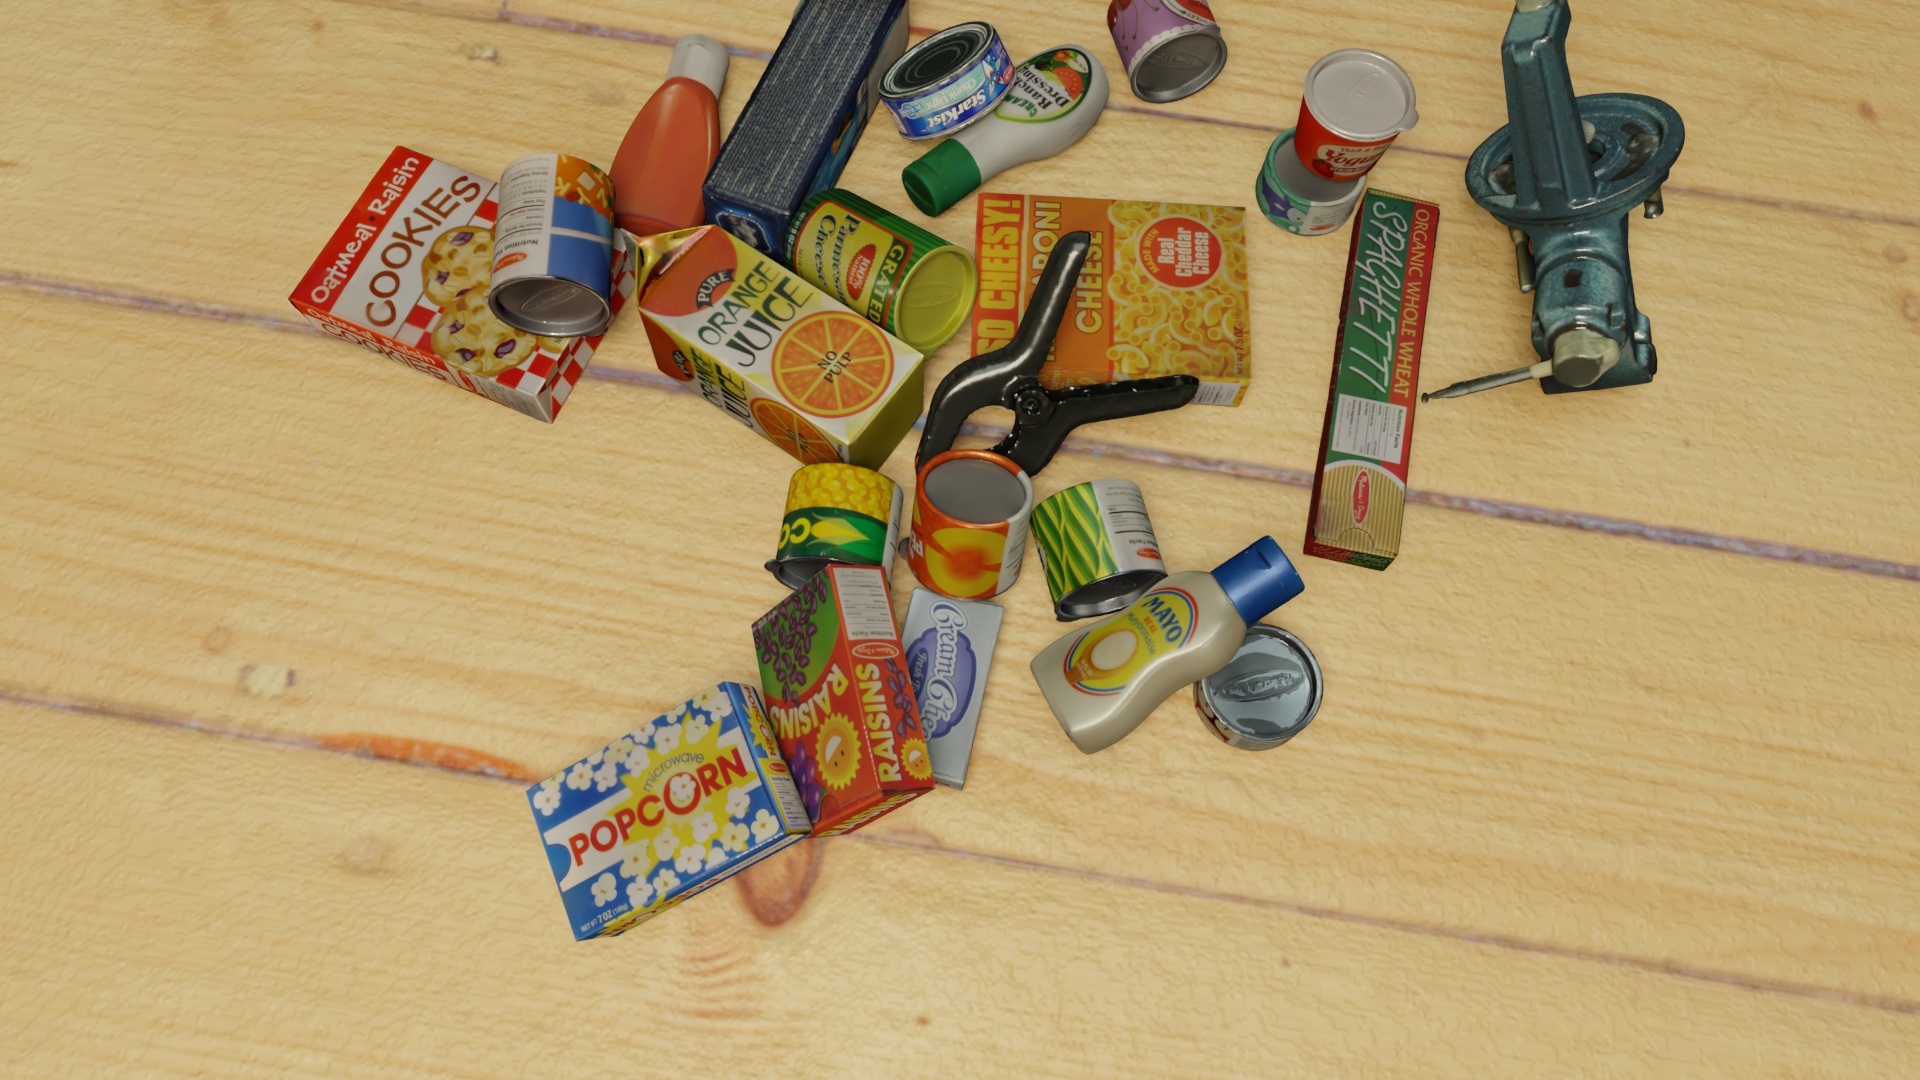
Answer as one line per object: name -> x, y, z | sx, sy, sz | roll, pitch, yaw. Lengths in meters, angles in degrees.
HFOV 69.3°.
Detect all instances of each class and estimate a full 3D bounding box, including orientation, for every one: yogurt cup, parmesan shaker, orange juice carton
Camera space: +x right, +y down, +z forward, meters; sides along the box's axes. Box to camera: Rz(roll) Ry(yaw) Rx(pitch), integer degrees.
yogurt cup -> 0.240, -0.260, 0.858 | 0.072, 0.053, 0.072 | 1, 68, -2
parmesan shaker -> -0.050, -0.159, 0.826 | 0.103, 0.071, 0.071 | 34, 70, 33
orange juice carton -> -0.120, -0.116, 0.817 | 0.193, 0.071, 0.073 | 33, 70, 11

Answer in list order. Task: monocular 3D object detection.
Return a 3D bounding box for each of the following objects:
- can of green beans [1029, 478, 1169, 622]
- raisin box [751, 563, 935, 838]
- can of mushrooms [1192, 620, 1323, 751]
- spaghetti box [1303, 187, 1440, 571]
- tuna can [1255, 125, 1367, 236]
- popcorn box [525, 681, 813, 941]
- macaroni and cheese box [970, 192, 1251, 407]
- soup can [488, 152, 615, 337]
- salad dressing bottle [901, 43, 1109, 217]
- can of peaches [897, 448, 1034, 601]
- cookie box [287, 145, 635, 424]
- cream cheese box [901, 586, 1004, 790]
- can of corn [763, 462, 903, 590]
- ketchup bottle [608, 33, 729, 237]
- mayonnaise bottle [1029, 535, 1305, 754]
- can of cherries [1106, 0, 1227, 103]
can of green beans -> 0.077, 0.005, 0.777 | 0.071, 0.071, 0.058 | -13, 68, -6
raisin box -> -0.064, 0.085, 0.728 | 0.040, 0.085, 0.124 | 4, 63, -40
can of mushrooms -> 0.163, 0.079, 0.767 | 0.071, 0.033, 0.071 | 0, 68, -1
spaghetti box -> 0.252, -0.102, 0.845 | 0.050, 0.028, 0.251 | 13, 68, 4
tuna can -> 0.225, -0.235, 0.896 | 0.071, 0.032, 0.071 | 1, 68, -2
popcorn box -> -0.149, 0.138, 0.710 | 0.126, 0.038, 0.085 | -29, 71, 9
macaroni and cheese box -> 0.091, -0.148, 0.853 | 0.166, 0.040, 0.124 | 3, 68, -1
soup can -> -0.231, -0.168, 0.798 | 0.071, 0.071, 0.084 | -2, 68, -2
salad dressing bottle -> 0.029, -0.263, 0.896 | 0.148, 0.043, 0.064 | -39, 68, -15
can of peaches -> 0.003, -0.010, 0.773 | 0.071, 0.057, 0.071 | 5, 44, -5
cookie box -> -0.298, -0.158, 0.846 | 0.167, 0.040, 0.123 | 22, 69, 7
cream cheese box -> -0.013, 0.081, 0.766 | 0.053, 0.024, 0.104 | 13, 68, 3
can of corn -> -0.070, -0.005, 0.776 | 0.071, 0.071, 0.058 | 7, 67, 1
ketchup bottle -> -0.182, -0.255, 0.887 | 0.065, 0.043, 0.149 | 10, 68, 2
mayonnaise bottle -> 0.113, 0.051, 0.747 | 0.148, 0.041, 0.065 | -34, 48, 5
can of cherries -> 0.137, -0.334, 0.914 | 0.071, 0.071, 0.058 | -13, 68, -7
